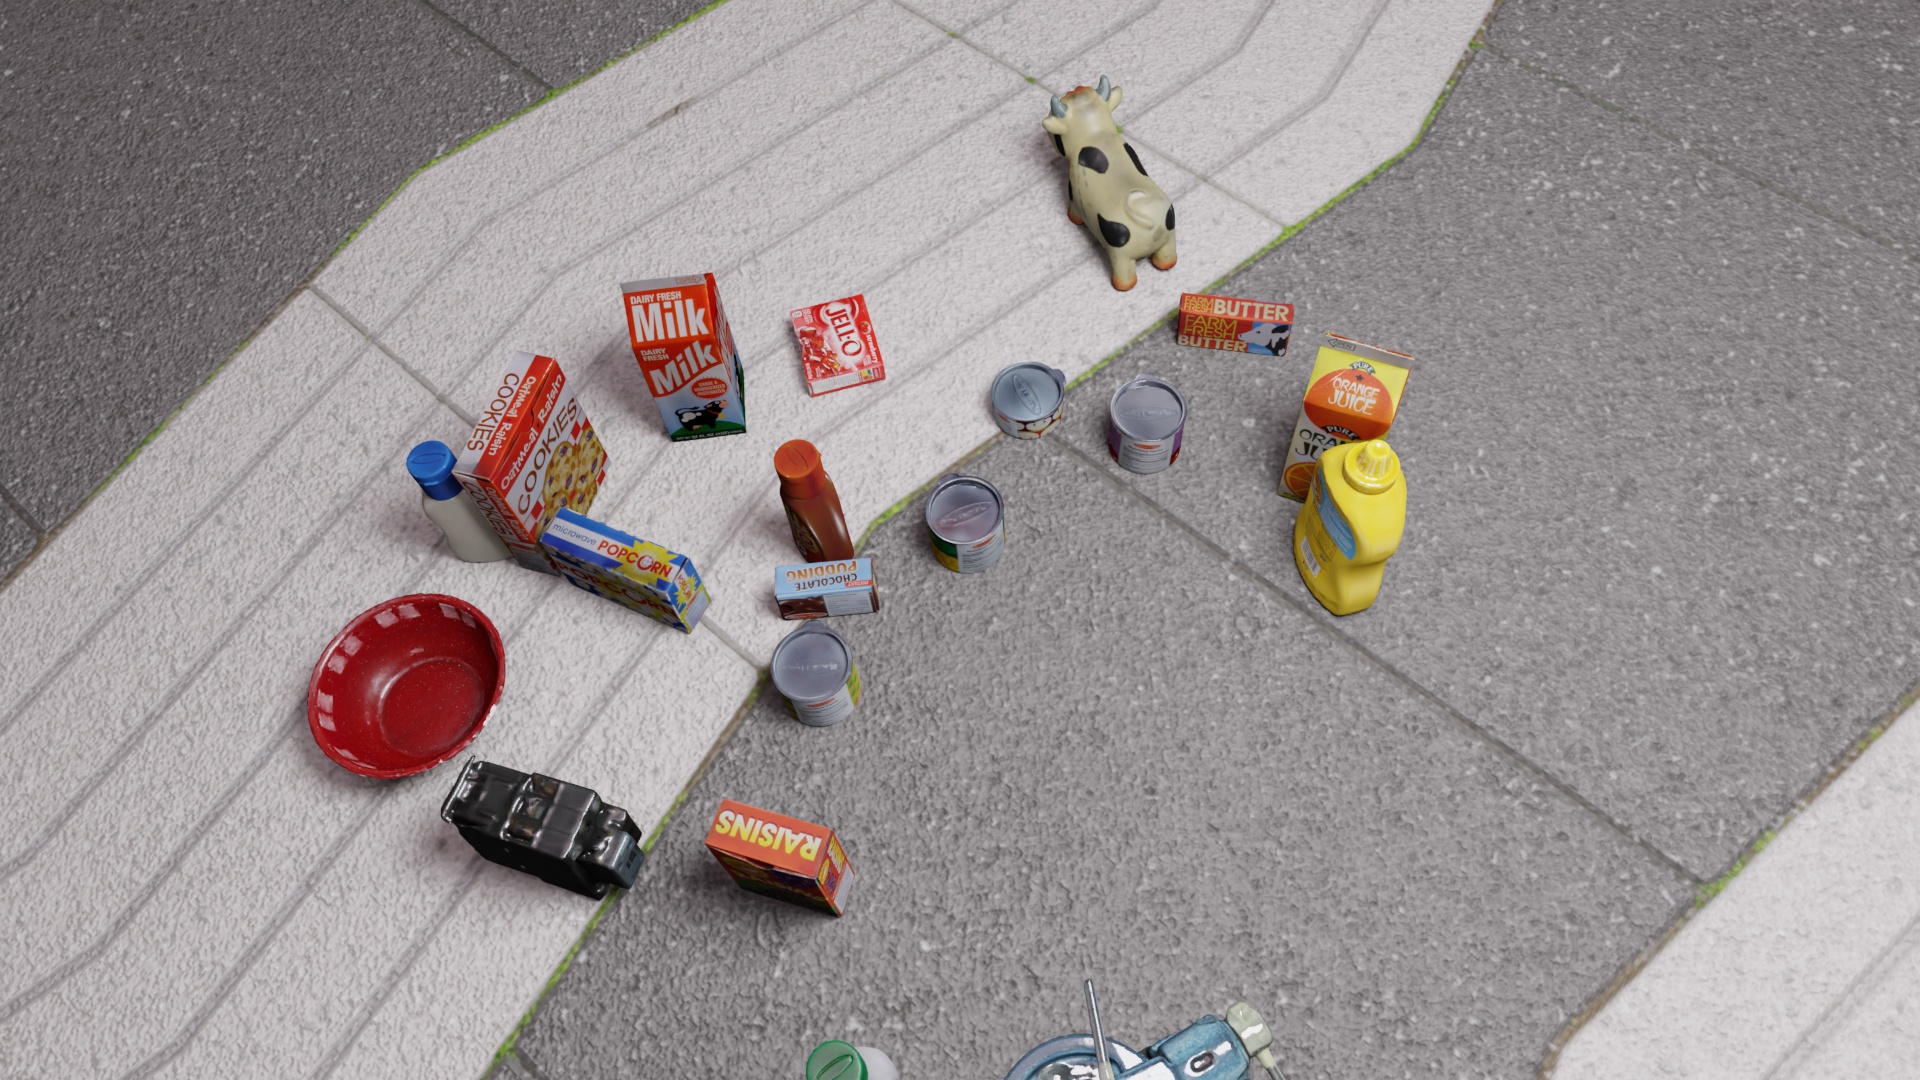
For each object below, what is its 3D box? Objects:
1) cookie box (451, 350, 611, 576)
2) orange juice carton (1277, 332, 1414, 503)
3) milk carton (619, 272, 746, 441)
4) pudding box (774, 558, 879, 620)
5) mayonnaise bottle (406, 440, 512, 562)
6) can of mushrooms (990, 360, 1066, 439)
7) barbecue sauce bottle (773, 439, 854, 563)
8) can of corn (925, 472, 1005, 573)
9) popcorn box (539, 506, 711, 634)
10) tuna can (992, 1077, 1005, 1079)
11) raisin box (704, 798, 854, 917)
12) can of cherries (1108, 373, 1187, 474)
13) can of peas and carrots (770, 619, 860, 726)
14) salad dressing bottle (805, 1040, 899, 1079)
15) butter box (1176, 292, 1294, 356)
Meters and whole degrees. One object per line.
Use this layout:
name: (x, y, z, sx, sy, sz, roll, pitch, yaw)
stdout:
cookie box: (-0.357, -0.062, 1.177, 0.040, 0.166, 0.123, 12, 63, 10)
orange juice carton: (0.317, -0.103, 1.141, 0.072, 0.191, 0.073, 19, 65, 13)
milk carton: (-0.240, -0.170, 1.215, 0.072, 0.189, 0.074, -8, 61, 0)
pudding box: (-0.113, 0.041, 1.171, 0.084, 0.049, 0.030, -6, 61, 1)
mayonnaise bottle: (-0.421, -0.031, 1.175, 0.065, 0.147, 0.041, -8, 61, -1)
can of mushrooms: (0.063, -0.128, 1.262, 0.071, 0.033, 0.071, -2, 61, 3)
barbecue sauce bottle: (-0.124, -0.031, 1.155, 0.044, 0.148, 0.065, -36, 65, -15)
can of corn: (0.004, -0.015, 1.190, 0.071, 0.058, 0.071, -2, 61, 3)
popcorn box: (-0.281, 0.025, 1.171, 0.127, 0.085, 0.038, 21, 65, 14)
tuna can: (0.031, 0.411, 0.969, 0.071, 0.032, 0.071, -2, 61, 3)
raisin box: (-0.131, 0.236, 1.024, 0.086, 0.123, 0.040, 14, 64, 11)
can of cherries: (0.165, -0.103, 1.227, 0.071, 0.058, 0.072, -2, 61, 3)
can of peas and carrots: (-0.117, 0.109, 1.129, 0.071, 0.058, 0.071, -2, 61, 3)
salad dressing bottle: (-0.076, 0.366, 0.935, 0.064, 0.147, 0.044, -33, 64, -13)
butter box: (0.251, -0.198, 1.277, 0.103, 0.053, 0.024, 8, 63, 8)
